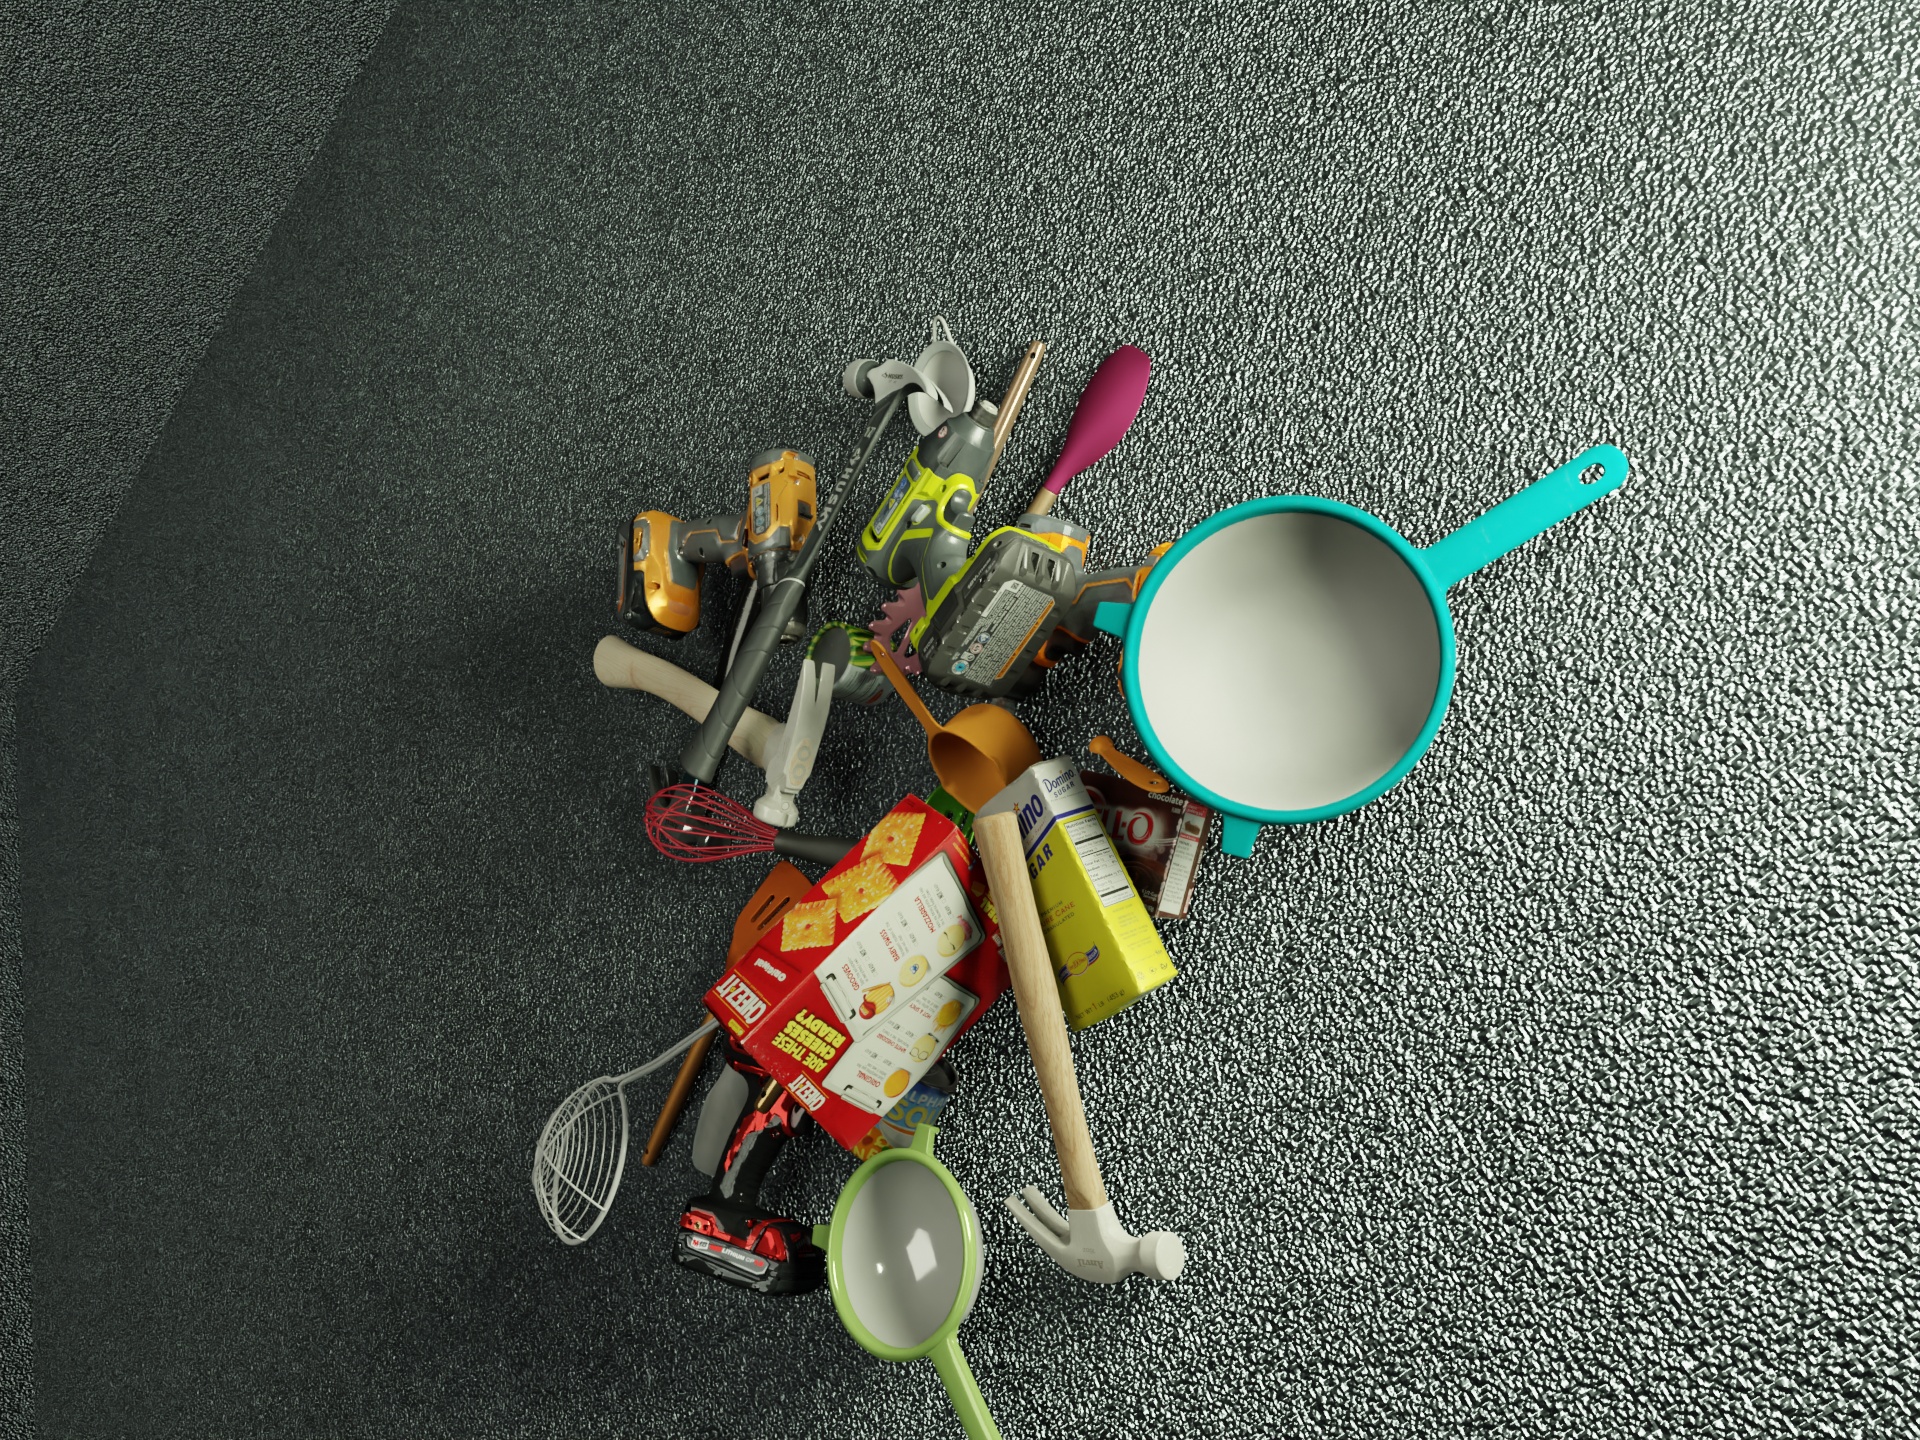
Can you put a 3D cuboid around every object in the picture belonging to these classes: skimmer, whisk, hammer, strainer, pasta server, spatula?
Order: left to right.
[{"bbox_3d":[-0.250,-0.030,1.514,0.411,0.038,0.146,24,100,51],"label":"hammer"},{"bbox_3d":[-0.221,0.279,1.464,0.081,0.041,0.322,41,111,43],"label":"spatula"},{"bbox_3d":[-0.193,0.274,1.296,0.363,0.090,0.127,-35,22,-21],"label":"skimmer"},{"bbox_3d":[-0.226,-0.040,1.558,0.128,0.033,0.331,18,91,45],"label":"hammer"},{"bbox_3d":[-0.175,0.105,1.423,0.296,0.073,0.073,8,83,33],"label":"whisk"},{"bbox_3d":[-0.135,-0.132,1.382,0.149,0.036,0.409,20,81,53],"label":"hammer"},{"bbox_3d":[-0.023,-0.224,1.406,0.087,0.050,0.258,10,91,50],"label":"strainer"},{"bbox_3d":[-0.005,0.437,1.166,0.151,0.069,0.257,-48,50,21],"label":"strainer"},{"bbox_3d":[0.002,-0.180,1.368,0.060,0.040,0.316,25,95,5],"label":"pasta server"},{"bbox_3d":[0.060,0.228,1.118,0.130,0.031,0.331,-18,85,44],"label":"hammer"},{"bbox_3d":[0.271,-0.069,1.032,0.340,0.095,0.211,-32,75,15],"label":"strainer"}]

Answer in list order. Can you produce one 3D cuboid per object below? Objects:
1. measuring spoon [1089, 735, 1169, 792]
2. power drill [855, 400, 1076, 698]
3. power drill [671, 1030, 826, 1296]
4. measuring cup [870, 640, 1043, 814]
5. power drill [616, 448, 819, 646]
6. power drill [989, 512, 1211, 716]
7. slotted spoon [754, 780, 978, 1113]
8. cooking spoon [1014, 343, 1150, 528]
[{"bbox_3d":[0.124,0.031,1.169,0.117,0.021,0.011,-140,40,-65],"label":"measuring spoon"},{"bbox_3d":[0.002,-0.137,1.241,0.171,0.080,0.223,-54,36,24],"label":"power drill"},{"bbox_3d":[-0.147,0.354,1.319,0.143,0.078,0.220,8,78,26],"label":"power drill"},{"bbox_3d":[-0.002,-0.004,1.247,0.173,0.052,0.095,53,152,-2],"label":"measuring cup"},{"bbox_3d":[-0.226,-0.140,1.512,0.226,0.084,0.185,-16,69,35],"label":"power drill"},{"bbox_3d":[0.104,-0.065,1.203,0.227,0.084,0.164,17,90,51],"label":"power drill"},{"bbox_3d":[-0.076,0.186,1.296,0.070,0.031,0.314,31,86,47],"label":"slotted spoon"},{"bbox_3d":[0.061,-0.169,1.319,0.319,0.017,0.069,-58,45,15],"label":"cooking spoon"}]
